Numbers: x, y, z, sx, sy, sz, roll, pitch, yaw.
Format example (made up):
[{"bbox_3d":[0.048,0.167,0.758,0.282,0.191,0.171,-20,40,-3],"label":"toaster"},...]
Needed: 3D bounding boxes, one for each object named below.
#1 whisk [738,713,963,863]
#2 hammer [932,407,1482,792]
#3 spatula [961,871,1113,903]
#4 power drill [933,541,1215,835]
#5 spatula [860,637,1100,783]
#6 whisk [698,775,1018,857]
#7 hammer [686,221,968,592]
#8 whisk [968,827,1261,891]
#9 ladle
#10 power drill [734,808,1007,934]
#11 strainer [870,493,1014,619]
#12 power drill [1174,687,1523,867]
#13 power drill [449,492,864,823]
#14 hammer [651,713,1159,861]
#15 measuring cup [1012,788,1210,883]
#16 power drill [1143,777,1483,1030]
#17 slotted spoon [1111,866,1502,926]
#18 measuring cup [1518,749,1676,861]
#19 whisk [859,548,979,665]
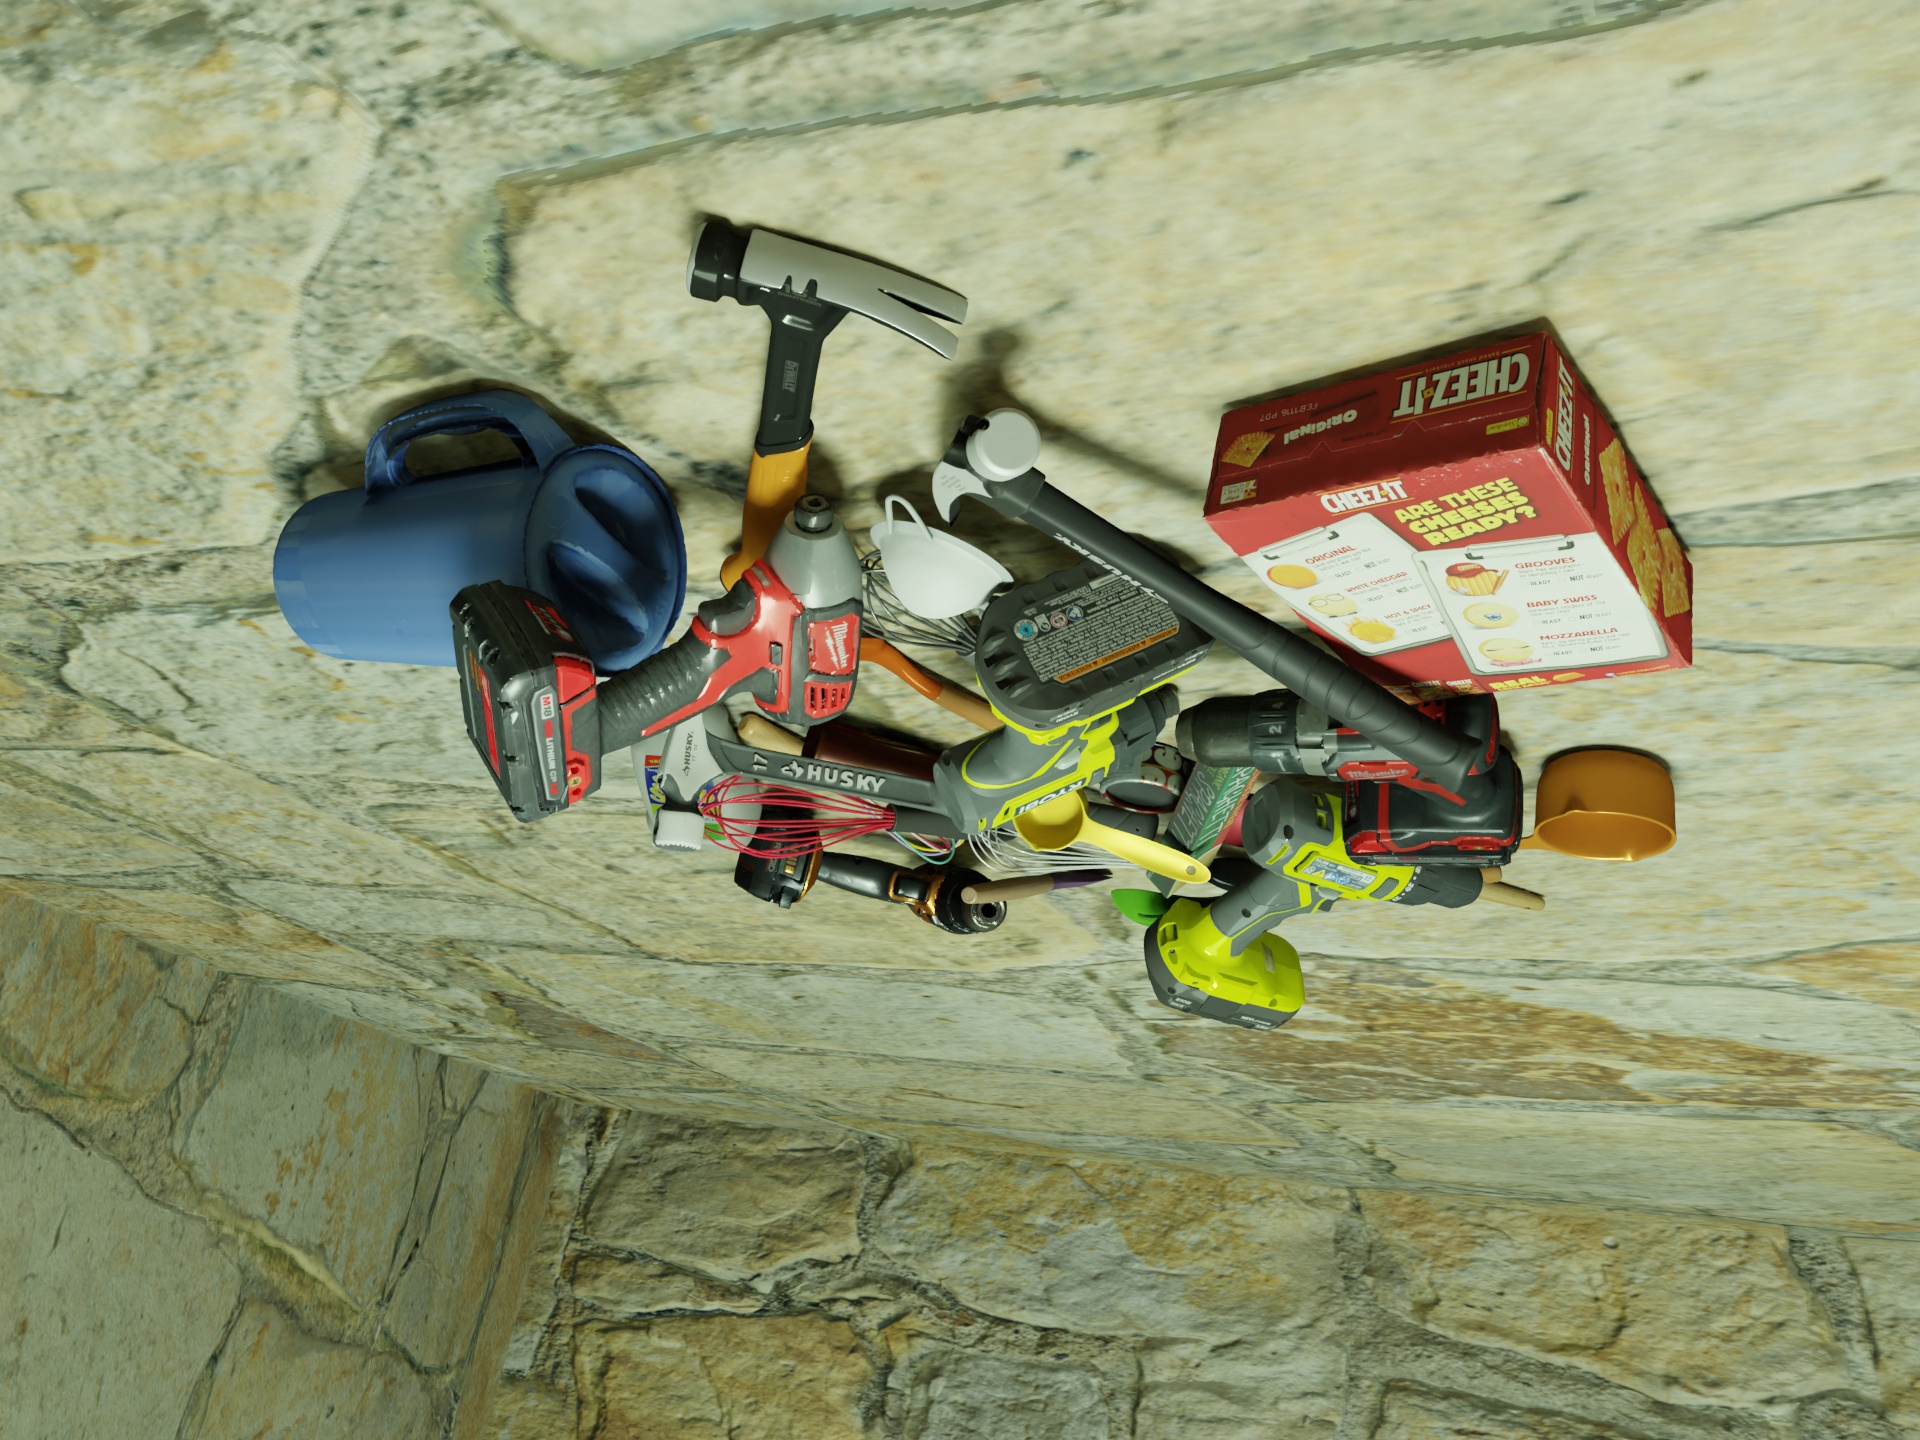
[{"bbox_3d":[-0.088,0.058,1.318,0.244,0.051,0.047,32,155,-35],"label":"whisk"},{"bbox_3d":[0.132,-0.054,0.826,0.334,0.035,0.146,30,174,-12],"label":"hammer"},{"bbox_3d":[0.061,0.137,1.325,0.060,0.018,0.315,2,178,21],"label":"spatula"},{"bbox_3d":[0.074,-0.014,0.979,0.171,0.080,0.223,-23,161,-13],"label":"power drill"},{"bbox_3d":[-0.002,-0.004,1.134,0.322,0.041,0.081,26,152,-34],"label":"spatula"},{"bbox_3d":[-0.074,0.078,1.278,0.295,0.073,0.073,5,163,-31],"label":"whisk"},{"bbox_3d":[-0.090,-0.140,0.864,0.127,0.034,0.336,15,157,-6],"label":"hammer"},{"bbox_3d":[0.139,0.112,1.321,0.284,0.070,0.070,13,158,-17],"label":"whisk"},{"bbox_3d":[0.332,0.112,1.273,0.315,0.031,0.069,15,158,-14],"label":"ladle"},{"bbox_3d":[-0.075,0.142,1.412,0.226,0.084,0.185,15,175,-15],"label":"power drill"},{"bbox_3d":[0.018,-0.065,0.949,0.087,0.050,0.258,14,173,31],"label":"strainer"},{"bbox_3d":[0.254,0.029,1.005,0.188,0.080,0.226,-2,161,28],"label":"power drill"},{"bbox_3d":[-0.151,-0.040,0.856,0.219,0.079,0.143,-19,139,-28],"label":"power drill"},{"bbox_3d":[-0.027,0.051,1.202,0.408,0.149,0.036,11,165,-25],"label":"hammer"},{"bbox_3d":[0.114,0.085,1.190,0.156,0.062,0.029,22,-164,11],"label":"measuring cup"},{"bbox_3d":[0.263,0.145,1.213,0.190,0.080,0.228,18,135,-19],"label":"power drill"},{"bbox_3d":[0.272,0.139,1.280,0.314,0.031,0.070,-9,154,23],"label":"slotted spoon"},{"bbox_3d":[0.399,0.060,1.088,0.174,0.052,0.095,-10,149,44],"label":"measuring cup"},{"bbox_3d":[0.005,-0.047,1.024,0.055,0.055,0.238,-8,154,37],"label":"whisk"}]
